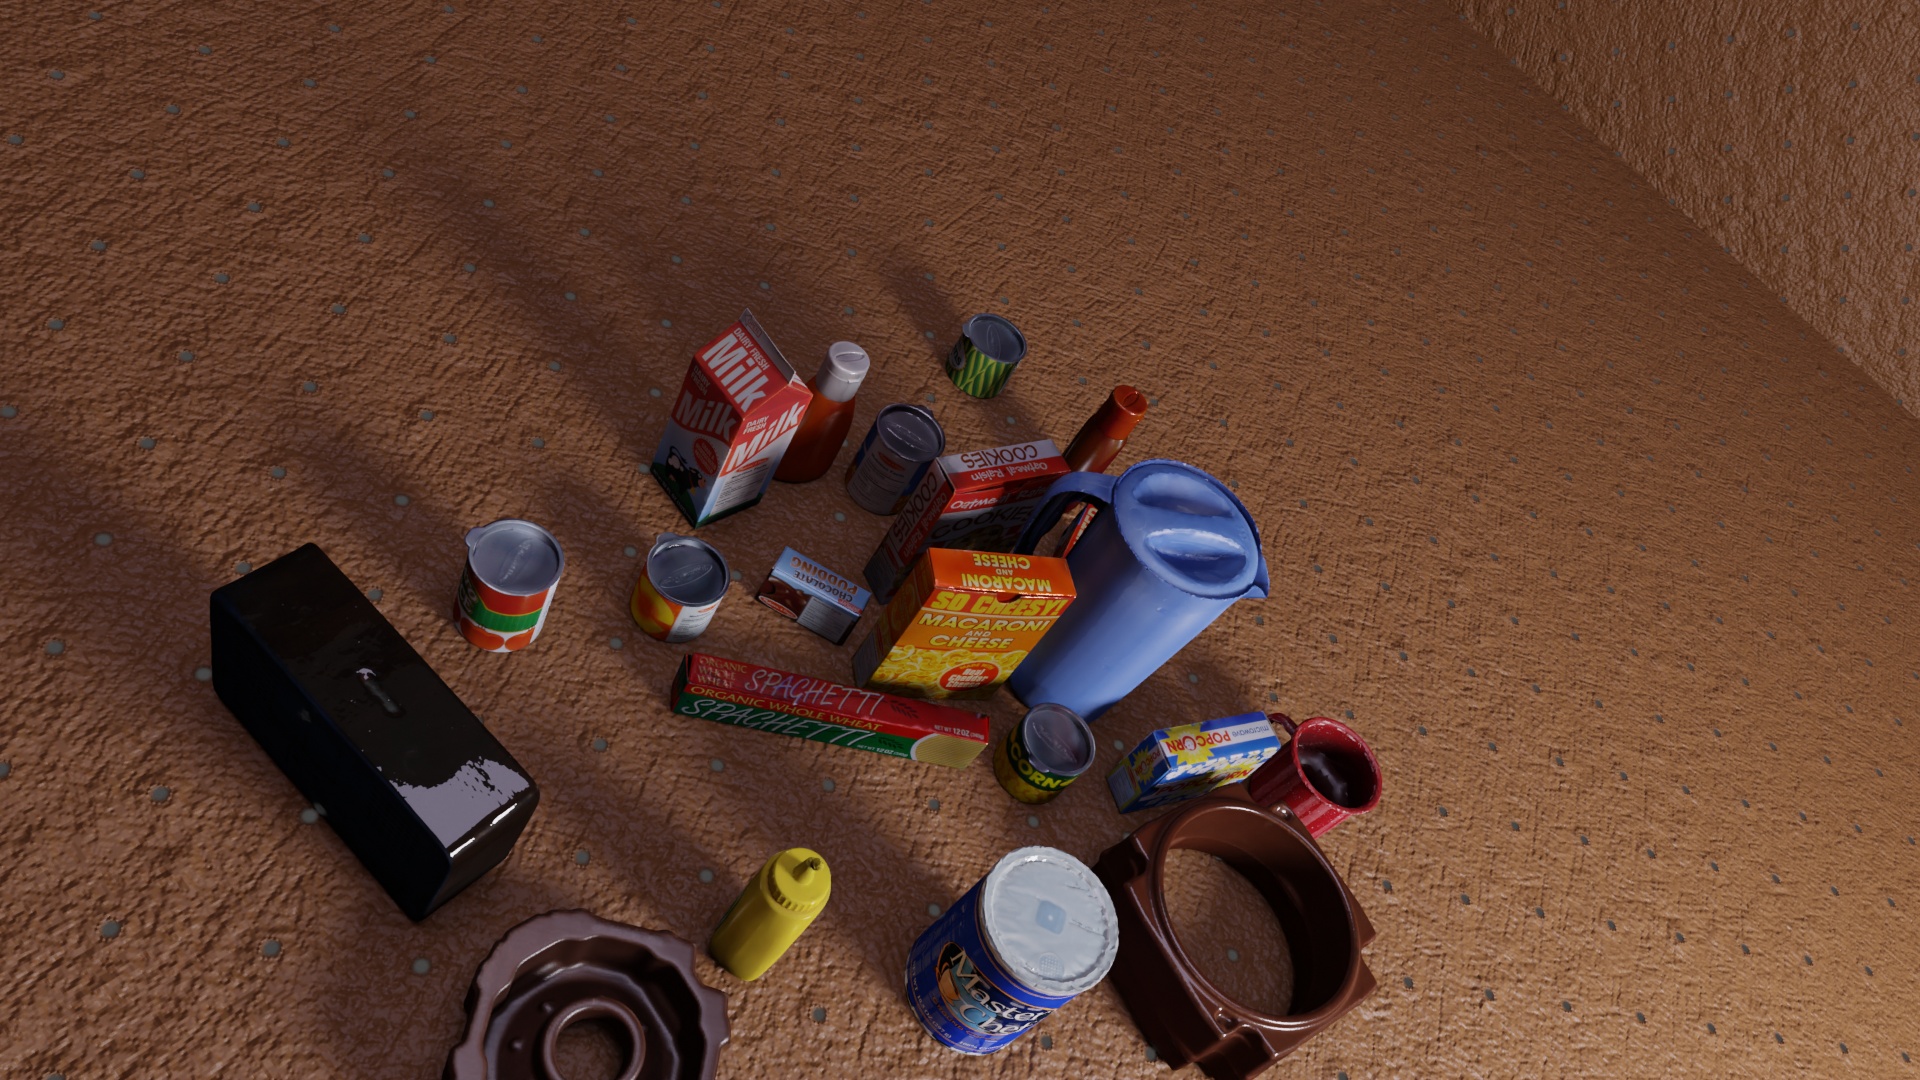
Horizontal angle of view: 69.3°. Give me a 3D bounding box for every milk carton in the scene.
[{"bbox_3d":[-0.183,-0.100,1.130,0.074,0.189,0.072,-26,70,-40],"label":"milk carton"}]

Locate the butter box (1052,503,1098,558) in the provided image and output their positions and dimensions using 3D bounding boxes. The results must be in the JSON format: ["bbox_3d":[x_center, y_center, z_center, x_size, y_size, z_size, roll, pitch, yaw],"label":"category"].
[{"bbox_3d":[0.102,0.015,1.292,0.024,0.052,0.104,32,46,-3],"label":"butter box"}]

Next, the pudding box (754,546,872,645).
[{"bbox_3d":[-0.122,0.046,1.146,0.084,0.049,0.030,29,47,-6],"label":"pudding box"}]

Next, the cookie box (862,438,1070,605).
[{"bbox_3d":[0.004,-0.015,1.183,0.123,0.166,0.040,-12,62,-35],"label":"cookie box"}]

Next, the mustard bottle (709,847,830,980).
[{"bbox_3d":[-0.119,0.239,0.920,0.049,0.159,0.066,39,46,4],"label":"mustard bottle"}]

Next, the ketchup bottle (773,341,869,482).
[{"bbox_3d":[-0.120,-0.110,1.201,0.065,0.148,0.043,-9,61,-34],"label":"ketchup bottle"}]

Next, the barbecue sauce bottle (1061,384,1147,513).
[{"bbox_3d":[0.126,-0.087,1.320,0.044,0.147,0.065,42,47,7],"label":"barbecue sauce bottle"}]

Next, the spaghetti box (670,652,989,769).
[{"bbox_3d":[-0.100,0.135,1.088,0.250,0.050,0.029,14,50,-19],"label":"spaghetti box"}]

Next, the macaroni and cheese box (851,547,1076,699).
[{"bbox_3d":[0.000,0.071,1.113,0.124,0.165,0.040,5,54,-26],"label":"macaroni and cheese box"}]

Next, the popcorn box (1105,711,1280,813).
[{"bbox_3d":[0.199,0.189,1.187,0.127,0.084,0.038,-5,58,-32],"label":"popcorn box"}]

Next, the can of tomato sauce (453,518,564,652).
[{"bbox_3d":[-0.334,0.034,1.016,0.071,0.082,0.071,15,50,-18],"label":"can of tomato sauce"}]

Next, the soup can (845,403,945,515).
[{"bbox_3d":[-0.058,-0.074,1.252,0.071,0.083,0.072,15,50,-18],"label":"soup can"}]

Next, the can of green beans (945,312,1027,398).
[{"bbox_3d":[0.025,-0.186,1.404,0.071,0.057,0.071,15,50,-18],"label":"can of green beans"}]

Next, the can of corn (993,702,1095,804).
[{"bbox_3d":[0.067,0.177,1.142,0.071,0.058,0.071,15,50,-18],"label":"can of corn"}]

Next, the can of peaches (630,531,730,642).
[{"bbox_3d":[-0.222,0.037,1.092,0.071,0.057,0.071,15,50,-18],"label":"can of peaches"}]
